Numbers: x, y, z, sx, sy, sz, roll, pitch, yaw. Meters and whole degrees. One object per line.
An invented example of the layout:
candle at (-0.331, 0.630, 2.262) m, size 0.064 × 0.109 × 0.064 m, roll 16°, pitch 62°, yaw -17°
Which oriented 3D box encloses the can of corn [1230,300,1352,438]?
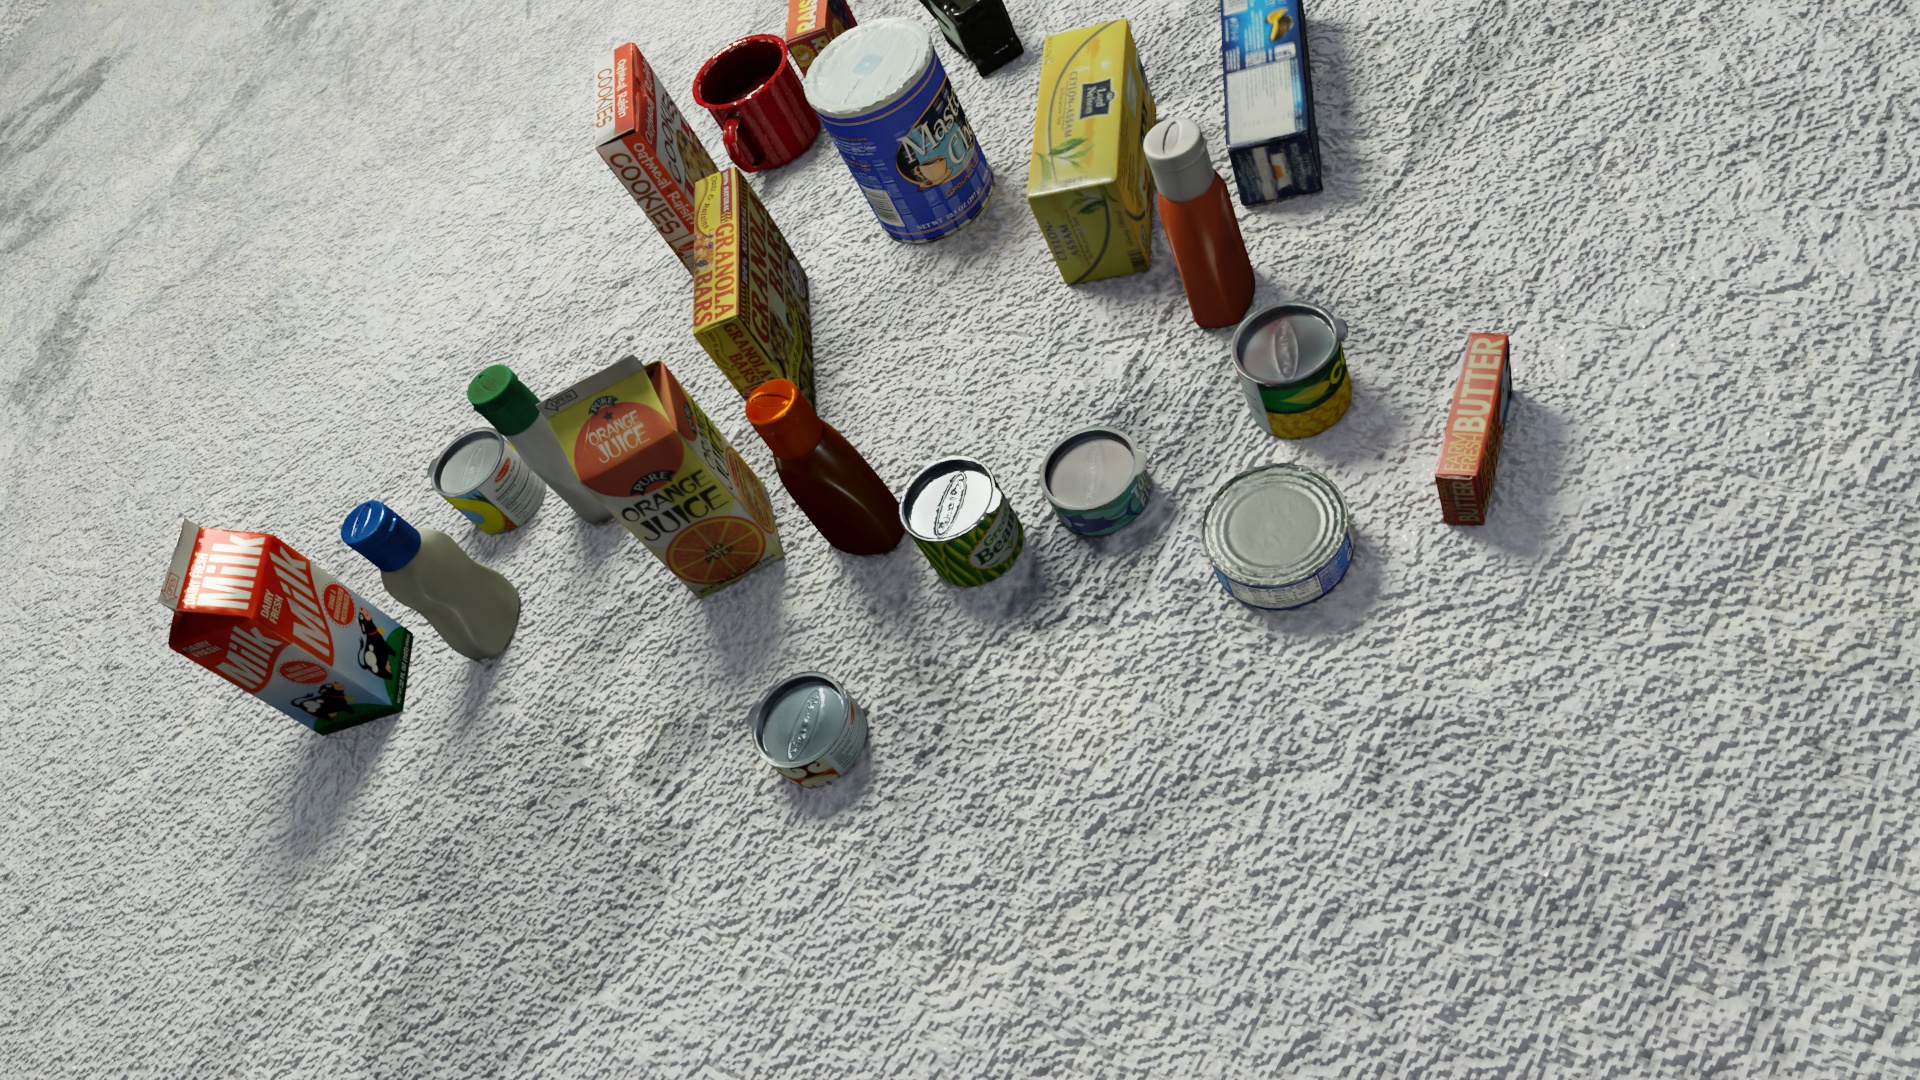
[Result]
can of corn at (0.210, -0.106, 0.867) m, size 0.071 × 0.058 × 0.071 m, roll -12°, pitch 53°, yaw 17°

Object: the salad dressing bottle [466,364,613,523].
salad dressing bottle at (-0.301, -0.070, 1.018) m, size 0.064 × 0.147 × 0.044 m, roll 31°, pitch 74°, yaw 37°

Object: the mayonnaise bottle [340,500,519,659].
mayonnaise bottle at (-0.374, 0.026, 0.985) m, size 0.041 × 0.147 × 0.065 m, roll -8°, pitch 55°, yaw 20°

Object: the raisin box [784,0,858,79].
raisin box at (-0.103, -0.405, 1.178) m, size 0.040 × 0.123 × 0.086 m, roll -12°, pitch 53°, yaw 17°

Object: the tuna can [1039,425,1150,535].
tuna can at (0.089, -0.038, 0.891) m, size 0.071 × 0.032 × 0.071 m, roll -12°, pitch 53°, yaw 17°

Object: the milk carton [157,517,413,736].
milk carton at (-0.483, 0.061, 0.983) m, size 0.073 × 0.190 × 0.073 m, roll -18°, pitch 52°, yaw 13°

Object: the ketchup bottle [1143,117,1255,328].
ketchup bottle at (0.156, -0.207, 0.903) m, size 0.043 × 0.148 × 0.065 m, roll 0°, pitch 58°, yaw 25°

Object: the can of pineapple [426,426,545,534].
can of pineapple at (-0.372, -0.047, 1.093) m, size 0.071 × 0.057 × 0.071 m, roll -12°, pitch 53°, yaw 17°

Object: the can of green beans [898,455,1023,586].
can of green beans at (0.001, -0.012, 0.897) m, size 0.071 × 0.057 × 0.071 m, roll -12°, pitch 53°, yaw 17°

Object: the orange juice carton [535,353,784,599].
orange juice carton at (-0.197, -0.049, 0.927) m, size 0.072 × 0.192 × 0.073 m, roll -27°, pitch 51°, yaw 6°

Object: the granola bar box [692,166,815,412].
granola bar box at (-0.154, -0.180, 1.043) m, size 0.039 × 0.123 × 0.166 m, roll -18°, pitch 52°, yaw 13°

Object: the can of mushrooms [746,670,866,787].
can of mushrooms at (-0.096, 0.117, 0.867) m, size 0.071 × 0.033 × 0.071 m, roll -12°, pitch 53°, yaw 17°

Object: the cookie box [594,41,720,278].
cookie box at (-0.239, -0.305, 1.142) m, size 0.040 × 0.167 × 0.123 m, roll -21°, pitch 51°, yaw 11°

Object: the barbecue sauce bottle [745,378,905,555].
barbecue sauce bottle at (-0.090, -0.046, 0.904) m, size 0.065 × 0.148 × 0.044 m, roll 6°, pitch 61°, yaw 28°

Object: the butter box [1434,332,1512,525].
butter box at (0.297, -0.064, 0.800) m, size 0.024 × 0.053 × 0.104 m, roll 7°, pitch 61°, yaw 29°
